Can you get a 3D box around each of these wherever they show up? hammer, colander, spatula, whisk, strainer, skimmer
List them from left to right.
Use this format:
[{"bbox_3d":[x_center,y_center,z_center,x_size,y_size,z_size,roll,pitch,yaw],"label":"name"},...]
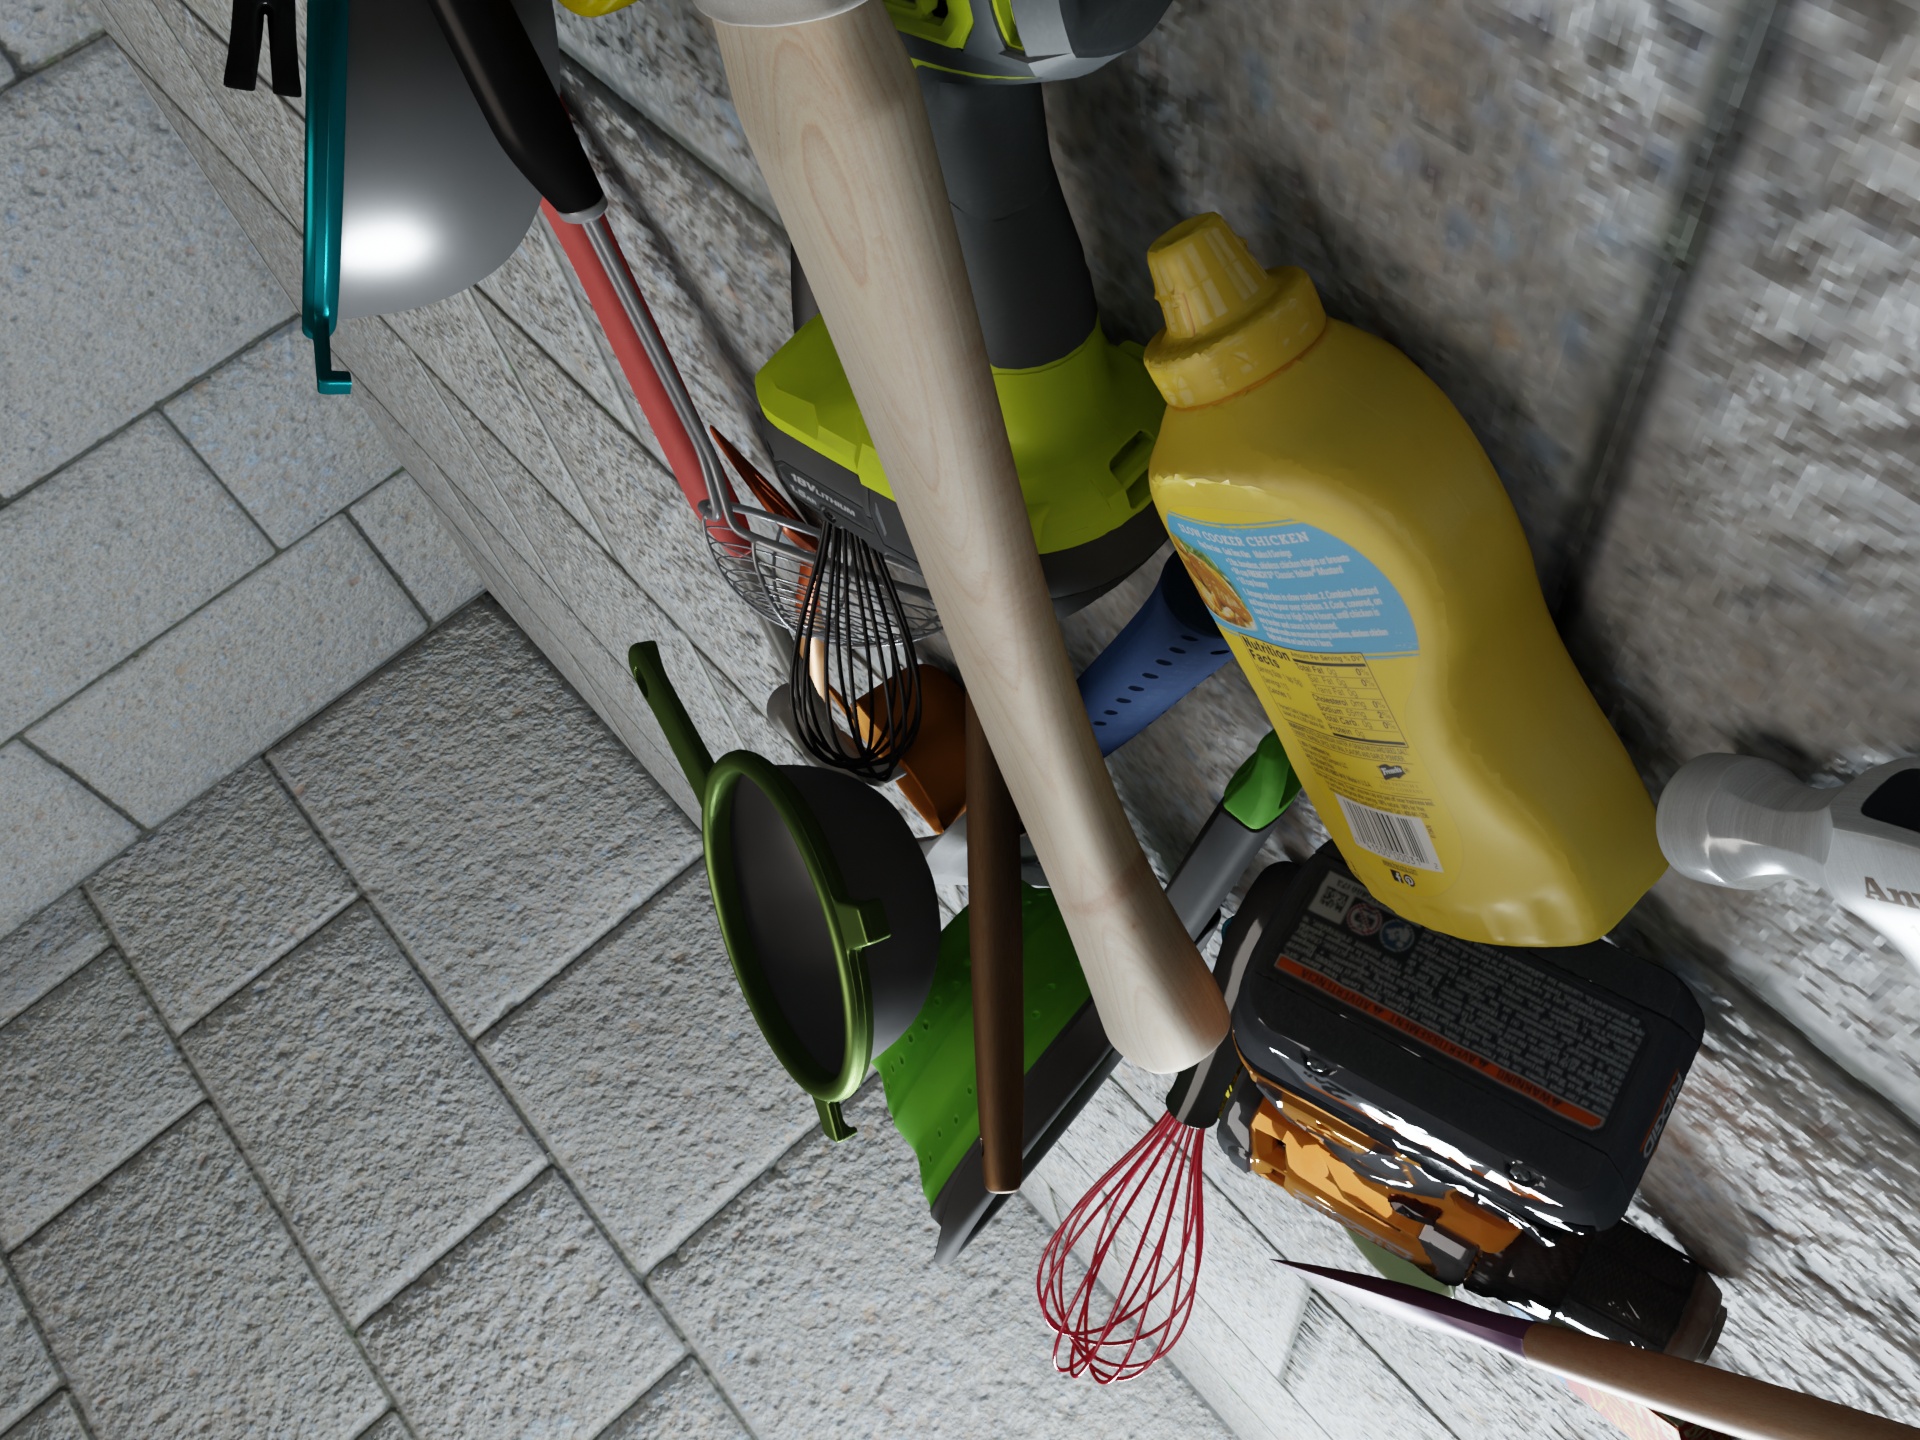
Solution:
[{"bbox_3d":[-0.269,-0.313,0.609,0.337,0.034,0.127,-140,55,-62],"label":"hammer"},{"bbox_3d":[-0.225,-0.293,0.671,0.341,0.095,0.210,-113,32,-47],"label":"strainer"},{"bbox_3d":[-0.129,-0.127,0.784,0.149,0.036,0.358,32,149,64],"label":"hammer"},{"bbox_3d":[-0.097,-0.161,0.618,0.127,0.090,0.362,29,153,42],"label":"skimmer"},{"bbox_3d":[-0.075,0.044,0.702,0.257,0.069,0.151,55,148,37],"label":"strainer"},{"bbox_3d":[-0.097,-0.050,0.942,0.081,0.041,0.322,53,160,26],"label":"spatula"},{"bbox_3d":[-0.044,-0.082,0.602,0.055,0.055,0.238,35,135,48],"label":"whisk"},{"bbox_3d":[-0.001,-0.002,0.547,0.082,0.044,0.318,120,149,-78],"label":"spatula"},{"bbox_3d":[0.002,-0.033,0.418,0.146,0.038,0.410,23,149,37],"label":"hammer"},{"bbox_3d":[0.038,0.019,0.653,0.405,0.144,0.035,130,141,-68],"label":"hammer"},{"bbox_3d":[0.041,0.094,0.673,0.094,0.204,0.396,38,145,14],"label":"colander"},{"bbox_3d":[0.094,0.182,0.686,0.073,0.073,0.295,40,126,37],"label":"whisk"},{"bbox_3d":[0.207,0.210,0.522,0.059,0.018,0.316,24,164,-22],"label":"spatula"},{"bbox_3d":[0.275,0.144,0.341,0.331,0.033,0.128,54,167,-15],"label":"hammer"}]

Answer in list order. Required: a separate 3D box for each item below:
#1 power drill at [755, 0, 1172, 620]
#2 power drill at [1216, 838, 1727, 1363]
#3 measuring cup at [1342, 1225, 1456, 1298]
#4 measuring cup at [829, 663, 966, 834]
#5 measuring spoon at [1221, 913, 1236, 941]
[{"bbox_3d":[-0.017,-0.140,0.408,0.171,0.080,0.223,31,155,29],"label":"power drill"},{"bbox_3d":[0.175,0.141,0.525,0.185,0.084,0.226,26,158,22],"label":"power drill"},{"bbox_3d":[0.203,0.185,0.685,0.083,0.038,0.167,45,149,37],"label":"measuring cup"},{"bbox_3d":[-0.030,-0.002,0.892,0.095,0.052,0.174,60,171,-29],"label":"measuring cup"},{"bbox_3d":[0.161,0.123,0.662,0.129,0.021,0.042,42,152,30],"label":"measuring spoon"}]
